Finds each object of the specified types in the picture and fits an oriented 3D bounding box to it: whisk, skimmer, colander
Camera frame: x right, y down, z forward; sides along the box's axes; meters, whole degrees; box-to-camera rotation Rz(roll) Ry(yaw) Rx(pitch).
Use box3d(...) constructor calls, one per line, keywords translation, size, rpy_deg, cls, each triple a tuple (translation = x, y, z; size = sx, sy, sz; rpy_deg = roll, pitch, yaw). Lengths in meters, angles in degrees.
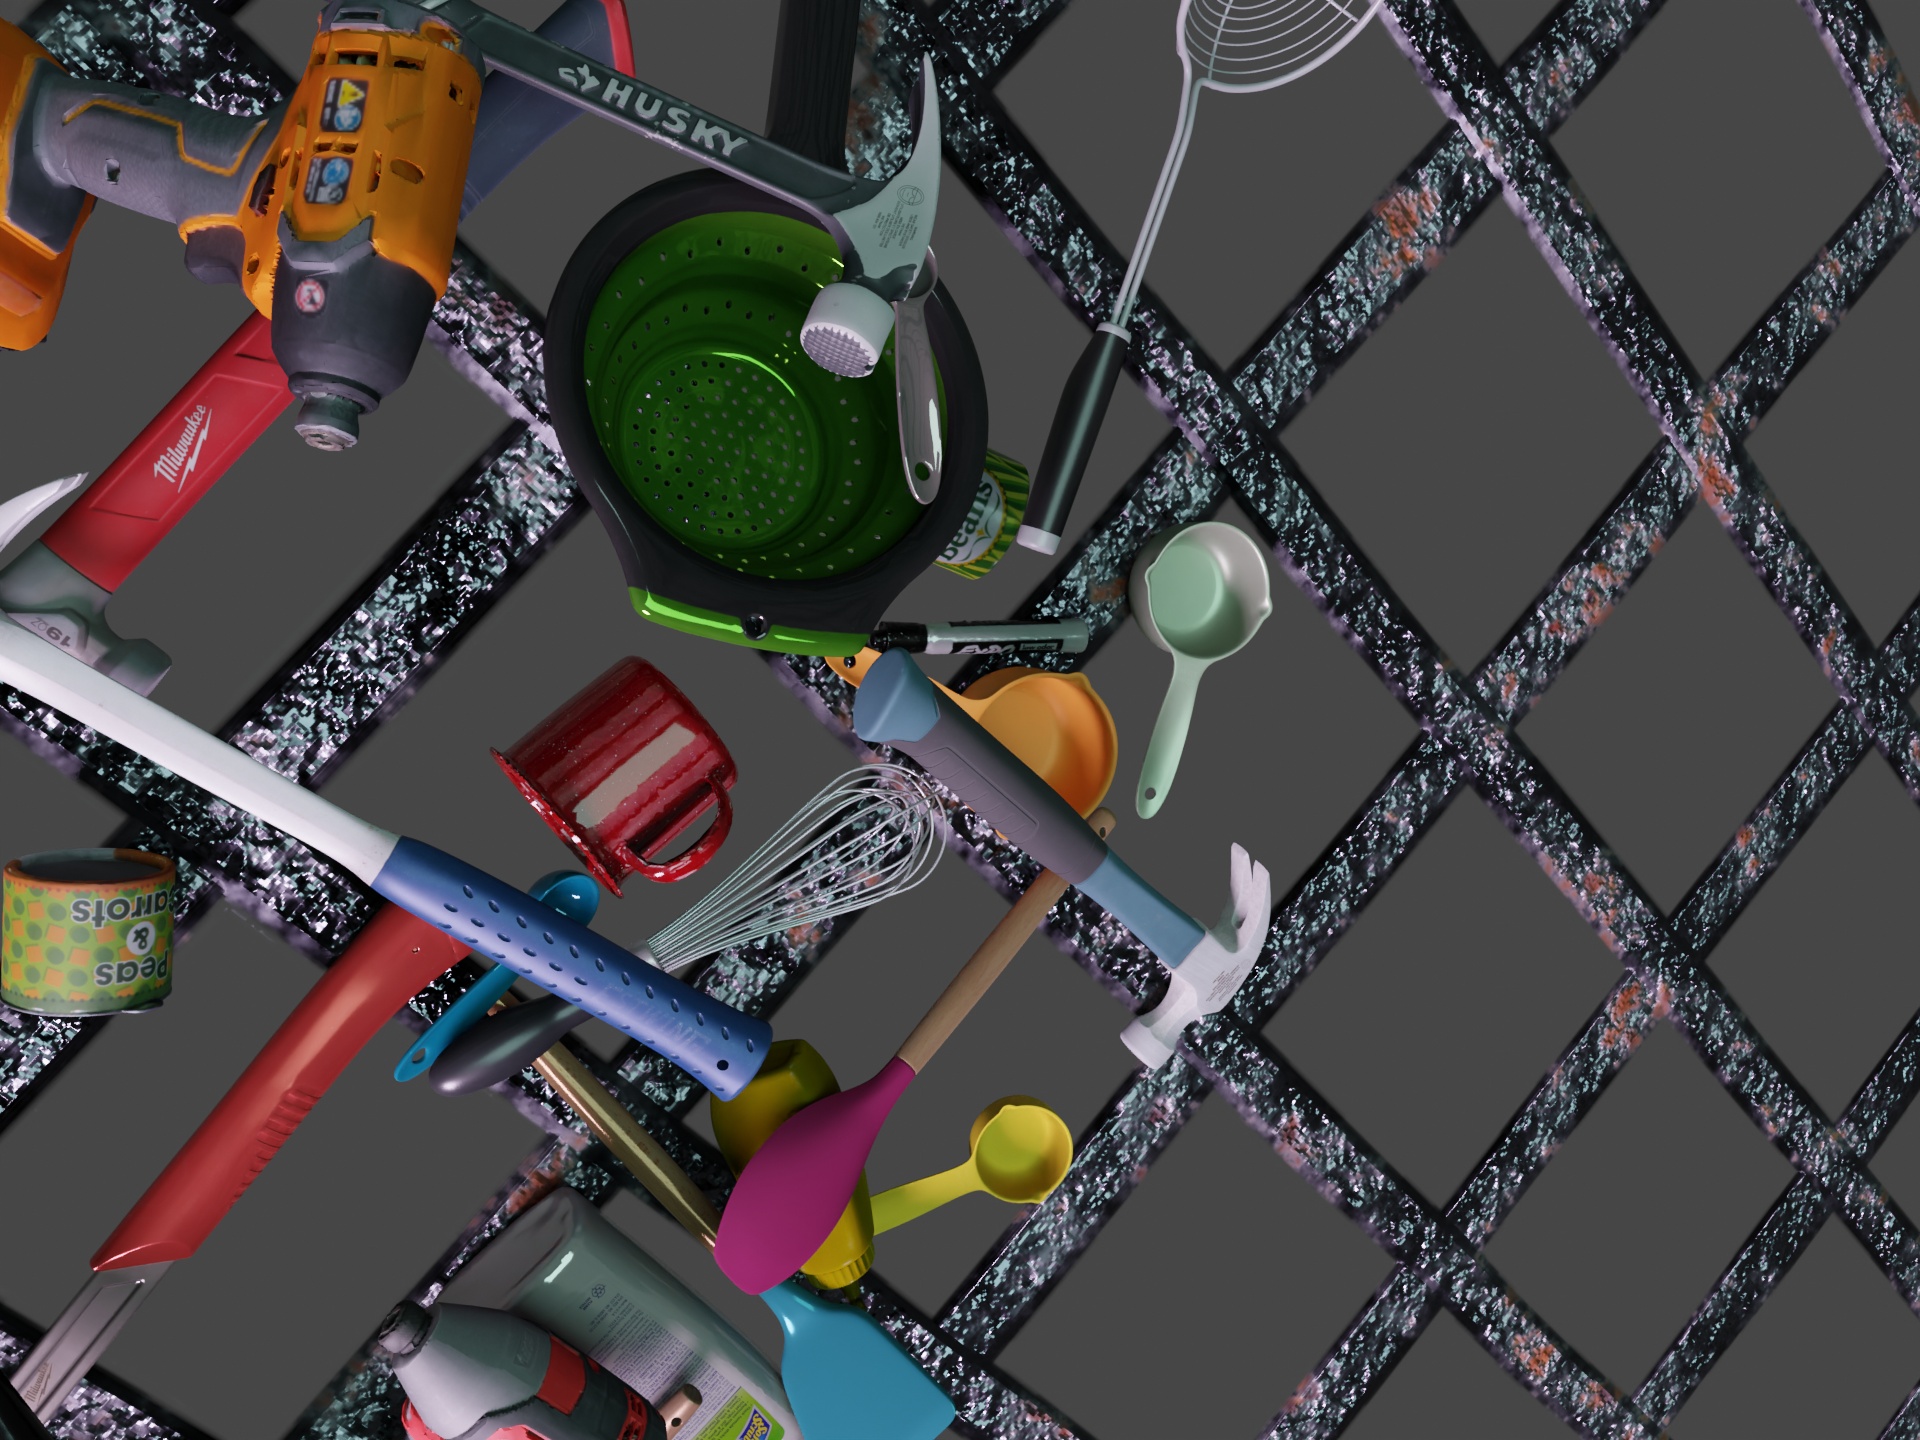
box3d(translation=(-0.129, 0.104, 0.783), size=(0.284, 0.070, 0.070), rpy_deg=(-30, 108, -16), cls="whisk")
box3d(translation=(0.123, -0.253, 0.819), size=(0.127, 0.090, 0.363), rpy_deg=(15, 96, -55), cls="skimmer")
box3d(translation=(-0.090, -0.219, 0.750), size=(0.204, 0.094, 0.397), rpy_deg=(10, 77, -24), cls="colander")

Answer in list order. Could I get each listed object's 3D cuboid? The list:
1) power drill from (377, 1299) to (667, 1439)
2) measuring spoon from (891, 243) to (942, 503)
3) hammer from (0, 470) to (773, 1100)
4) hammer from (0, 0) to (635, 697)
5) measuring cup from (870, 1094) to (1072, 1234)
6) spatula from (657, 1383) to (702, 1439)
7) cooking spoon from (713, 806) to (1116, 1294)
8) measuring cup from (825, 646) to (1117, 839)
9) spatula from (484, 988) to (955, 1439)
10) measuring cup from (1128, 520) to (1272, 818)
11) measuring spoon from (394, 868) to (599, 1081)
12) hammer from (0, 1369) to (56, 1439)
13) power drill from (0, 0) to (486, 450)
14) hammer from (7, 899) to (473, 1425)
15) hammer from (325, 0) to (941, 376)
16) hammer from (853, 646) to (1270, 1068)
box3d(translation=(-0.257, 0.352, 0.727), size=(0.219, 0.079, 0.143), rpy_deg=(-39, 113, 14), cls="power drill")
box3d(translation=(-0.024, -0.158, 0.714), size=(0.034, 0.018, 0.124), rpy_deg=(-6, 91, -31), cls="measuring spoon")
box3d(translation=(-0.256, 0.051, 0.690), size=(0.405, 0.035, 0.144), rpy_deg=(34, 94, -19), cls="hammer")
box3d(translation=(-0.292, -0.189, 0.691), size=(0.143, 0.038, 0.386), rpy_deg=(43, 82, -21), cls="hammer")
box3d(translation=(-0.014, 0.256, 0.888), size=(0.156, 0.029, 0.062), rpy_deg=(-21, 101, -5), cls="measuring cup")
box3d(translation=(-0.231, 0.445, 0.795), size=(0.059, 0.018, 0.316), rpy_deg=(37, 99, -24), cls="spatula")
box3d(translation=(-0.013, 0.160, 0.827), size=(0.319, 0.017, 0.068), rpy_deg=(-48, 122, -25), cls="cooking spoon")
box3d(translation=(-0.001, -0.003, 0.831), size=(0.173, 0.052, 0.095), rpy_deg=(26, 89, -22), cls="measuring cup")
box3d(translation=(-0.131, 0.252, 0.796), size=(0.082, 0.044, 0.317), rpy_deg=(-39, 99, 7), cls="spatula")
box3d(translation=(0.117, -0.029, 0.883), size=(0.083, 0.038, 0.167), rpy_deg=(13, 96, -23), cls="measuring cup")
box3d(translation=(-0.228, 0.119, 0.767), size=(0.128, 0.021, 0.042), rpy_deg=(-47, 147, -16), cls="measuring spoon")
box3d(translation=(-0.414, 0.298, 0.669), size=(0.146, 0.035, 0.335), rpy_deg=(-34, 92, -12), cls="hammer")
box3d(translation=(-0.299, -0.185, 0.597), size=(0.226, 0.084, 0.164), rpy_deg=(5, 80, 9), cls="power drill")
box3d(translation=(-0.359, 0.211, 0.730), size=(0.149, 0.037, 0.359), rpy_deg=(40, 83, -23), cls="hammer")
box3d(translation=(-0.197, -0.289, 0.658), size=(0.409, 0.036, 0.149), rpy_deg=(23, 69, -8), cls="hammer")
box3d(translation=(0.057, 0.068, 0.820), size=(0.128, 0.033, 0.330), rpy_deg=(-48, 129, 1), cls="hammer")
